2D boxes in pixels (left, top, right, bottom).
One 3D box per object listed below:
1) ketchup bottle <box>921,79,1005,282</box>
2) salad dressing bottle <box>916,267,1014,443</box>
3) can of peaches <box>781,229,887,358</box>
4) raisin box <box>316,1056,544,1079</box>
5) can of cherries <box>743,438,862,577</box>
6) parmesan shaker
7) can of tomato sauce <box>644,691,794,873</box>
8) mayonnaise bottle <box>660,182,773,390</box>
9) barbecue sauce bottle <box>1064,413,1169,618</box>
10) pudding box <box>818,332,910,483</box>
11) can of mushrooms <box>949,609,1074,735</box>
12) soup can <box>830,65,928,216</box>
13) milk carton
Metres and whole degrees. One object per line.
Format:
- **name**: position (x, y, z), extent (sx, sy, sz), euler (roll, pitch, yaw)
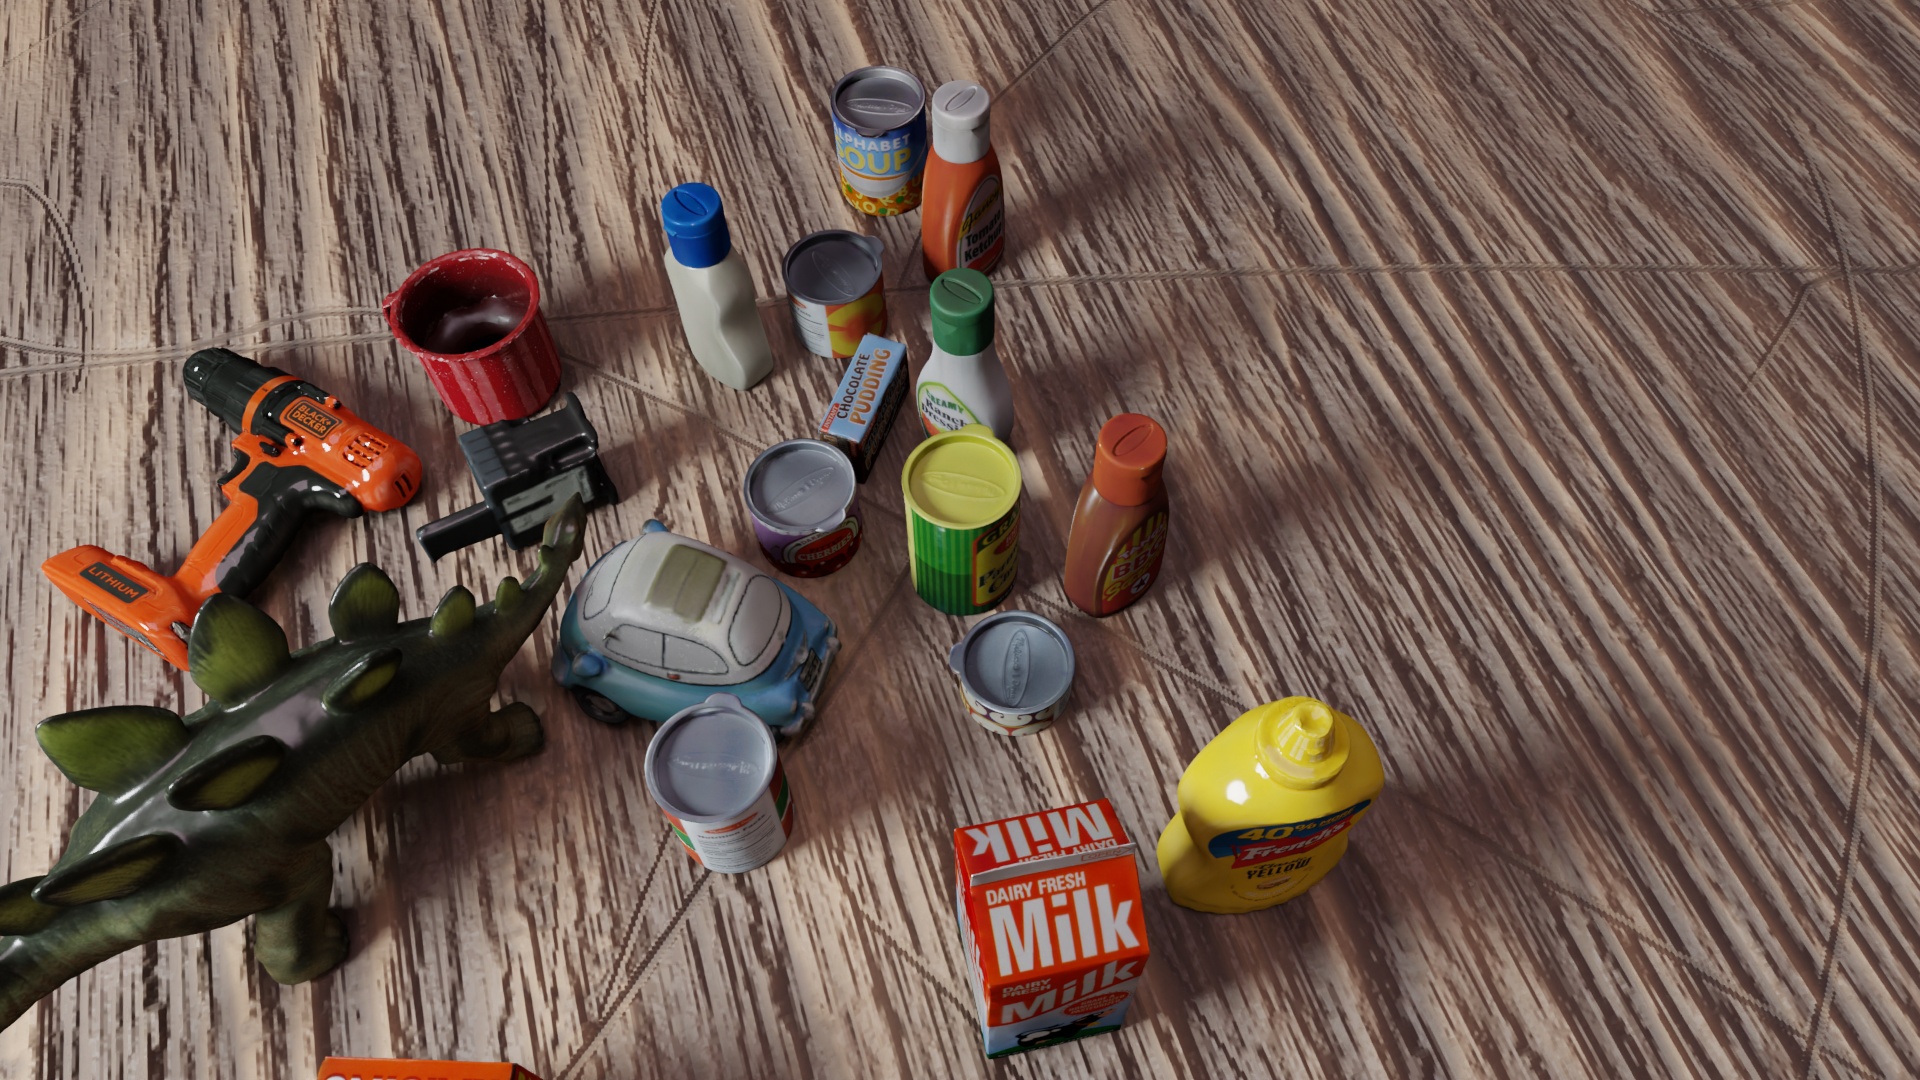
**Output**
- **ketchup bottle**: position (0.001, -0.235, 0.920), extent (0.043, 0.148, 0.065), euler (36, 66, 21)
- **salad dressing bottle**: position (0.002, -0.102, 0.839), extent (0.064, 0.147, 0.044), euler (33, 65, 20)
- **can of peaches**: position (-0.081, -0.166, 0.933), extent (0.071, 0.057, 0.071), euler (-1, 58, 1)
- **raisin box**: position (-0.229, 0.266, 0.630), extent (0.086, 0.122, 0.040), euler (2, 59, 2)
- **can of cherries**: position (-0.093, -0.017, 0.840), extent (0.071, 0.058, 0.072), euler (-1, 58, 1)
- **parmesan shaker**: position (0.003, -0.010, 0.808), extent (0.071, 0.102, 0.071), euler (-1, 58, 1)
- **can of tomato sauce**: position (-0.125, 0.130, 0.736), extent (0.071, 0.082, 0.071), euler (-1, 58, 1)
- **mayonnaise bottle**: position (-0.156, -0.160, 0.878), extent (0.065, 0.147, 0.041), euler (40, 67, 22)
- **barbecue sauce bottle**: position (0.091, -0.015, 0.782), extent (0.065, 0.147, 0.044), euler (-37, 65, -19)
- **pudding box**: position (-0.061, -0.085, 0.887), extent (0.030, 0.049, 0.084), euler (16, 60, 11)
- **can of mushrooms**: position (0.029, 0.076, 0.795), extent (0.071, 0.033, 0.071), euler (-1, 58, 1)
- **soup can**: position (-0.057, -0.281, 0.988), extent (0.071, 0.083, 0.071), euler (-1, 58, 1)
- **milk carton**: position (0.039, 0.177, 0.640), extent (0.072, 0.189, 0.074), euler (-11, 59, -5)
